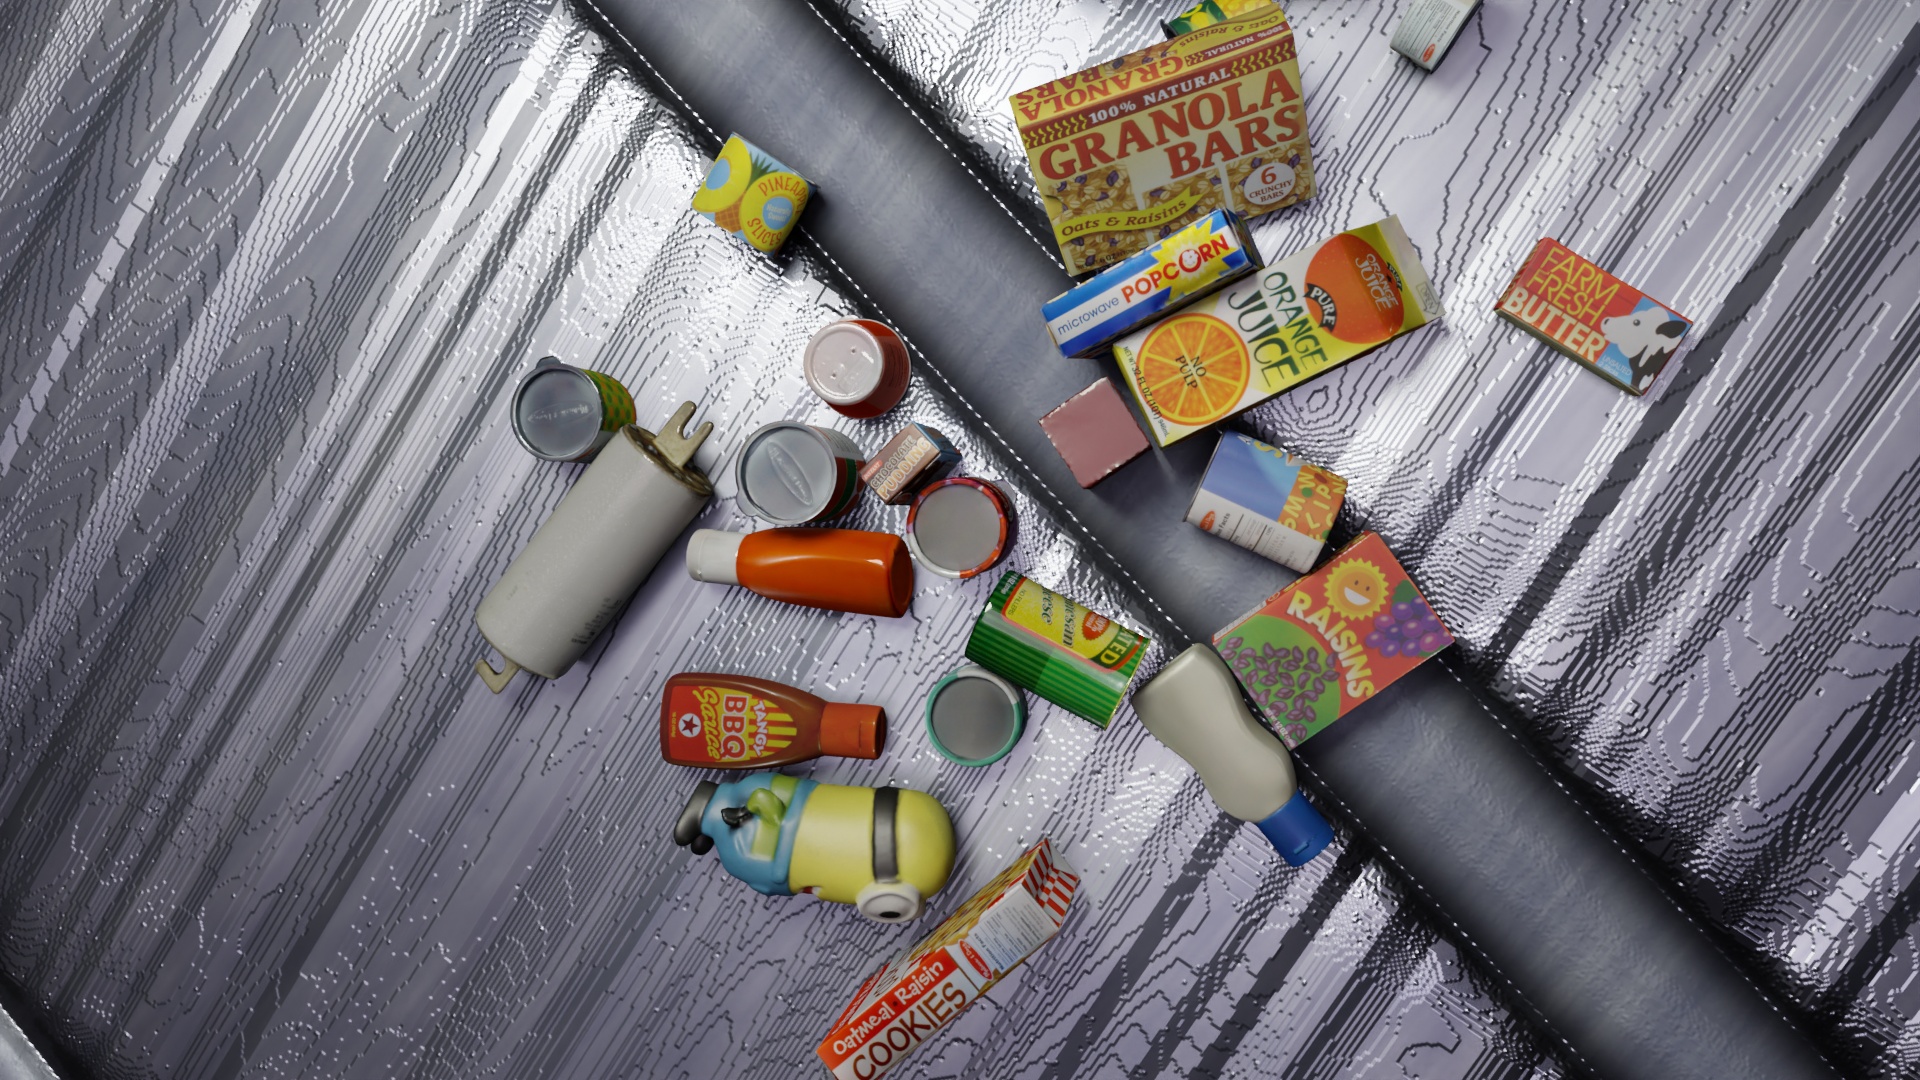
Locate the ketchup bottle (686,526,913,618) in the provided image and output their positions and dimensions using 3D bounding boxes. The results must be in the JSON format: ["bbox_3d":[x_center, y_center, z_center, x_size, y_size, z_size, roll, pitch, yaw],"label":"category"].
[{"bbox_3d":[-0.108,0.017,0.927,0.149,0.064,0.044,6,51,15],"label":"ketchup bottle"}]

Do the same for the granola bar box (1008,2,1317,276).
[{"bbox_3d":[0.127,-0.240,0.849,0.165,0.123,0.039,-17,51,10],"label":"granola bar box"}]

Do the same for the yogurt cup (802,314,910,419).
[{"bbox_3d":[-0.071,-0.115,0.919,0.072,0.054,0.072,0,92,10],"label":"yogurt cup"}]

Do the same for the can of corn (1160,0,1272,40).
[{"bbox_3d":[0.167,-0.310,0.868,0.058,0.071,0.071,-29,86,9],"label":"can of corn"}]

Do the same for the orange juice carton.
[{"bbox_3d":[0.196,-0.129,0.863,0.192,0.073,0.072,-26,87,9],"label":"orange juice carton"}]

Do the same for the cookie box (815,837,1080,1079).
[{"bbox_3d":[-0.004,0.267,0.880,0.167,0.123,0.040,-41,84,8],"label":"cookie box"}]

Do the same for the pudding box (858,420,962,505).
[{"bbox_3d":[-0.030,-0.049,0.898,0.049,0.084,0.030,-44,84,9],"label":"pudding box"}]

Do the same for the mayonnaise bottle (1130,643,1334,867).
[{"bbox_3d":[0.177,0.140,0.888,0.064,0.041,0.148,-41,86,19],"label":"mayonnaise bottle"}]

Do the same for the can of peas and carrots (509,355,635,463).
[{"bbox_3d":[-0.264,-0.088,0.950,0.071,0.059,0.071,0,91,10],"label":"can of peas and carrots"}]

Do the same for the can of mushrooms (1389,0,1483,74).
[{"bbox_3d":[0.295,-0.323,0.847,0.033,0.071,0.071,35,97,8],"label":"can of mushrooms"}]

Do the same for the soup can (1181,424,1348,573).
[{"bbox_3d":[0.192,-0.028,0.871,0.084,0.071,0.071,24,95,8],"label":"soup can"}]

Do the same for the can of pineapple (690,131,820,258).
[{"bbox_3d":[-0.136,-0.228,0.921,0.071,0.071,0.058,33,98,7],"label":"can of pineapple"}]

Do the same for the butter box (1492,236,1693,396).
[{"bbox_3d":[0.388,-0.137,0.854,0.103,0.024,0.053,34,97,8],"label":"butter box"}]

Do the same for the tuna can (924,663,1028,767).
[{"bbox_3d":[0.009,0.118,0.920,0.071,0.033,0.071,0,91,10],"label":"tuna can"}]

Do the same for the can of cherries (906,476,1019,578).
[{"bbox_3d":[0.003,-0.011,0.906,0.071,0.058,0.071,0,92,10],"label":"can of cherries"}]

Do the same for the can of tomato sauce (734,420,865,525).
[{"bbox_3d":[-0.104,-0.042,0.911,0.071,0.083,0.071,0,92,10],"label":"can of tomato sauce"}]

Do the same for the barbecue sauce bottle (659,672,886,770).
[{"bbox_3d":[-0.126,0.125,0.939,0.148,0.044,0.065,3,91,9],"label":"barbecue sauce bottle"}]

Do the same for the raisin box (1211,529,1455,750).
[{"bbox_3d":[0.234,0.062,0.878,0.123,0.040,0.086,-36,84,10],"label":"raisin box"}]

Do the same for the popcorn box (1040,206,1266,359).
[{"bbox_3d":[0.120,-0.155,0.859,0.126,0.085,0.038,-26,87,20],"label":"popcorn box"}]

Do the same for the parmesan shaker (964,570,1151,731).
[{"bbox_3d":[0.061,0.071,0.891,0.103,0.071,0.071,27,96,8],"label":"parmesan shaker"}]
